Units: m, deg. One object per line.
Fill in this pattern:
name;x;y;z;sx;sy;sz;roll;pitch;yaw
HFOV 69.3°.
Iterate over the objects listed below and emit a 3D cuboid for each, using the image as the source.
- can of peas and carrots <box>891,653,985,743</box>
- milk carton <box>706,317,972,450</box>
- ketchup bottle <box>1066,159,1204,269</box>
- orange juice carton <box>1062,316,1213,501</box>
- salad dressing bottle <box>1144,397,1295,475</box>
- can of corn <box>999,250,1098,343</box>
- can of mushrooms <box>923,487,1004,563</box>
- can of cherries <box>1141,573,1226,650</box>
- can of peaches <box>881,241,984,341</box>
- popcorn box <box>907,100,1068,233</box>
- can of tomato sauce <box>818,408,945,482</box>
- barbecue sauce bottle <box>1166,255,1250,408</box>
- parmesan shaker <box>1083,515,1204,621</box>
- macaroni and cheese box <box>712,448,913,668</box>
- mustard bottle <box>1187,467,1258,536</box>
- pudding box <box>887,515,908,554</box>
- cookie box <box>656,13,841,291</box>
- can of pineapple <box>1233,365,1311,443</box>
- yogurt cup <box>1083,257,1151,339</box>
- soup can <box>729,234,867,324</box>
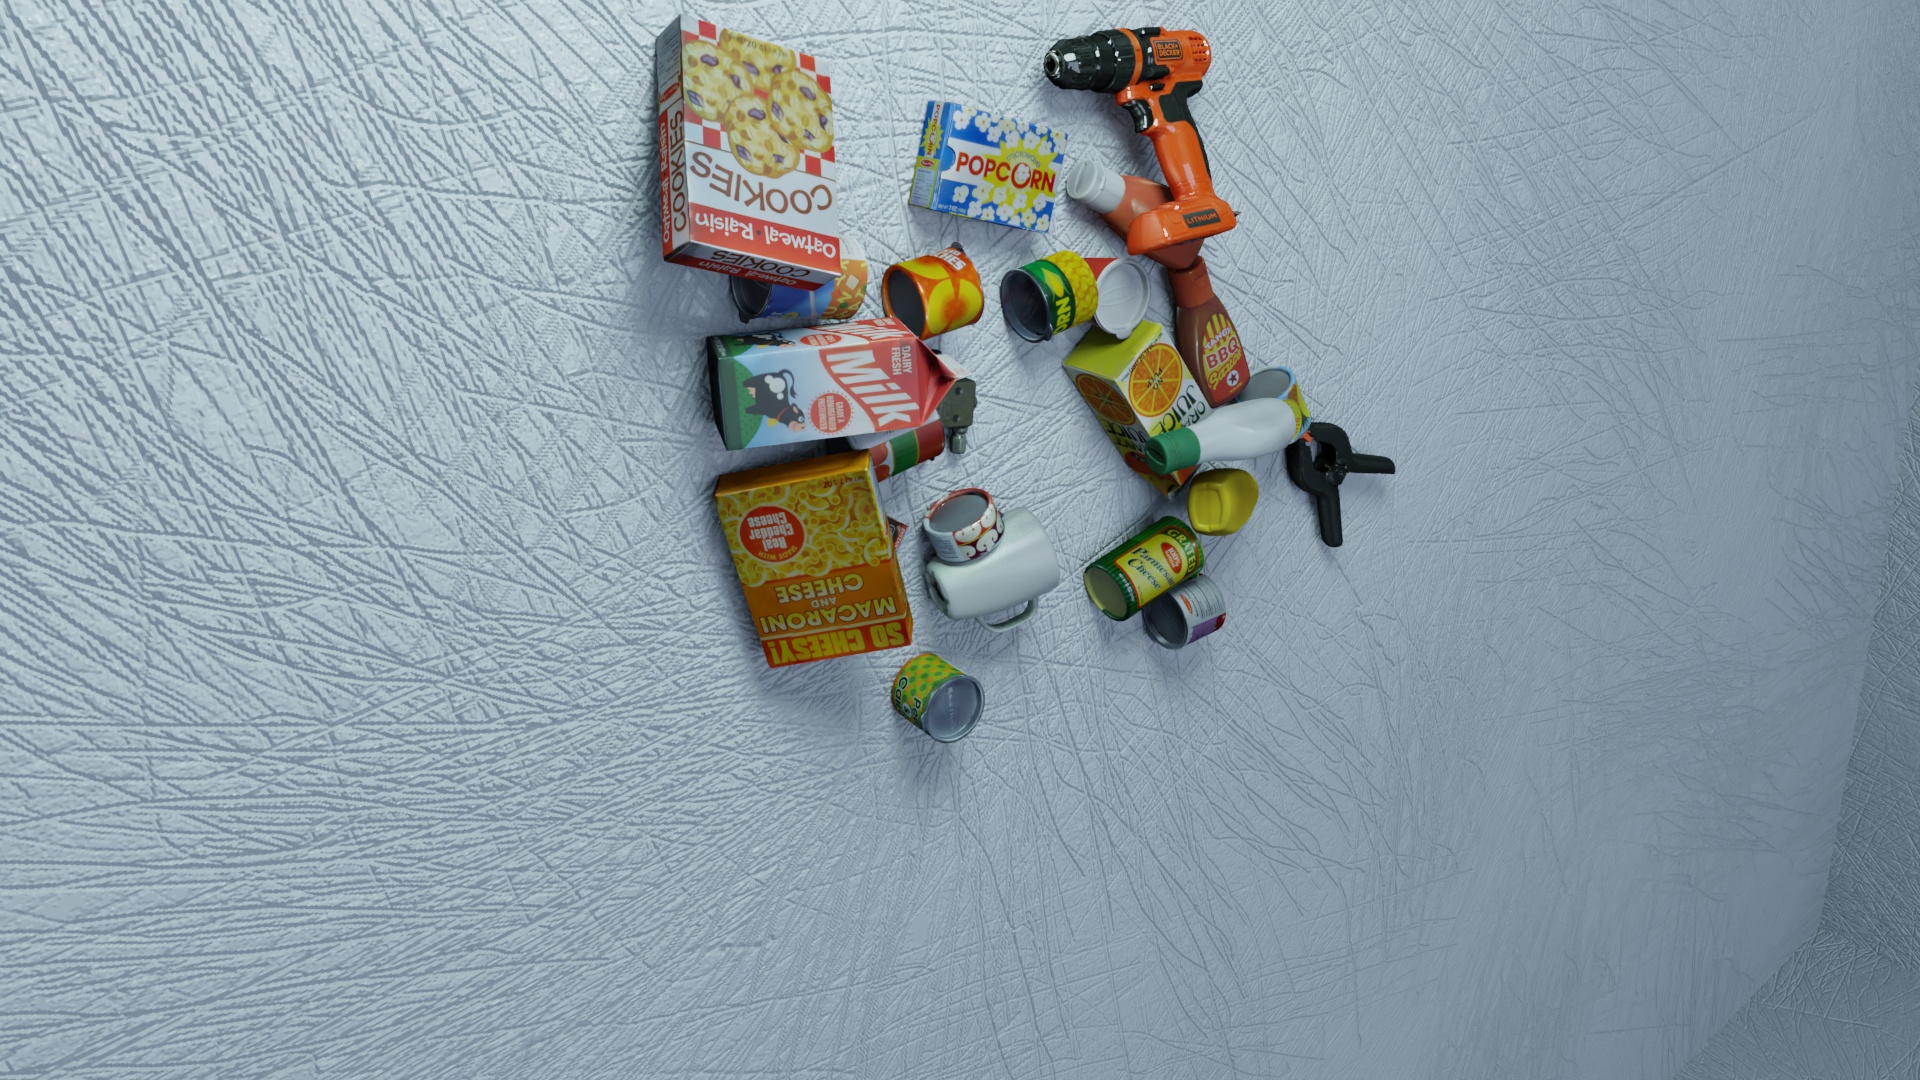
can of peas and carrots;-0.023;0.144;1.262;0.071;0.059;0.070;-14;115;-33
milk carton;-0.091;-0.124;1.059;0.191;0.072;0.073;-9;113;-15
ketchup bottle;0.159;-0.296;1.244;0.149;0.043;0.064;16;91;-40
orange juice carton;0.182;-0.120;1.311;0.072;0.073;0.192;-50;130;-13
salad dressing bottle;0.239;-0.094;1.279;0.148;0.064;0.043;-16;127;-25
can of corn;0.078;-0.209;1.198;0.058;0.071;0.071;-27;122;-28
can of mushrooms;0.004;-0.015;1.218;0.071;0.071;0.033;-39;126;-20
can of cherries;0.229;0.073;1.430;0.058;0.071;0.071;-21;119;-31
can of peaches;-0.023;-0.201;1.125;0.058;0.071;0.071;-24;120;-28
popcorn box;0.024;-0.305;1.140;0.127;0.038;0.085;1;107;-39
can of tomato sauce;-0.065;-0.083;1.138;0.083;0.071;0.071;-27;122;-27
barbecue sauce bottle;0.235;-0.203;1.340;0.065;0.044;0.148;-38;126;-19
parmesan shaker;0.183;0.030;1.372;0.103;0.071;0.071;-31;124;-25
macaroni and cheese box;-0.114;0.016;1.114;0.124;0.040;0.165;-10;120;6
mustard bottle;0.271;-0.044;1.405;0.161;0.049;0.065;-19;107;-64
pudding box;-0.085;0.015;1.183;0.049;0.030;0.083;24;92;-42
cookie box;-0.148;-0.268;0.974;0.123;0.040;0.167;5;76;-39
can of pineapple;0.317;-0.135;1.413;0.071;0.071;0.057;-45;128;-16
yogurt cup;0.128;-0.222;1.242;0.072;0.054;0.072;-15;115;-33
soup can;-0.123;-0.198;1.049;0.084;0.071;0.071;-5;110;-37
